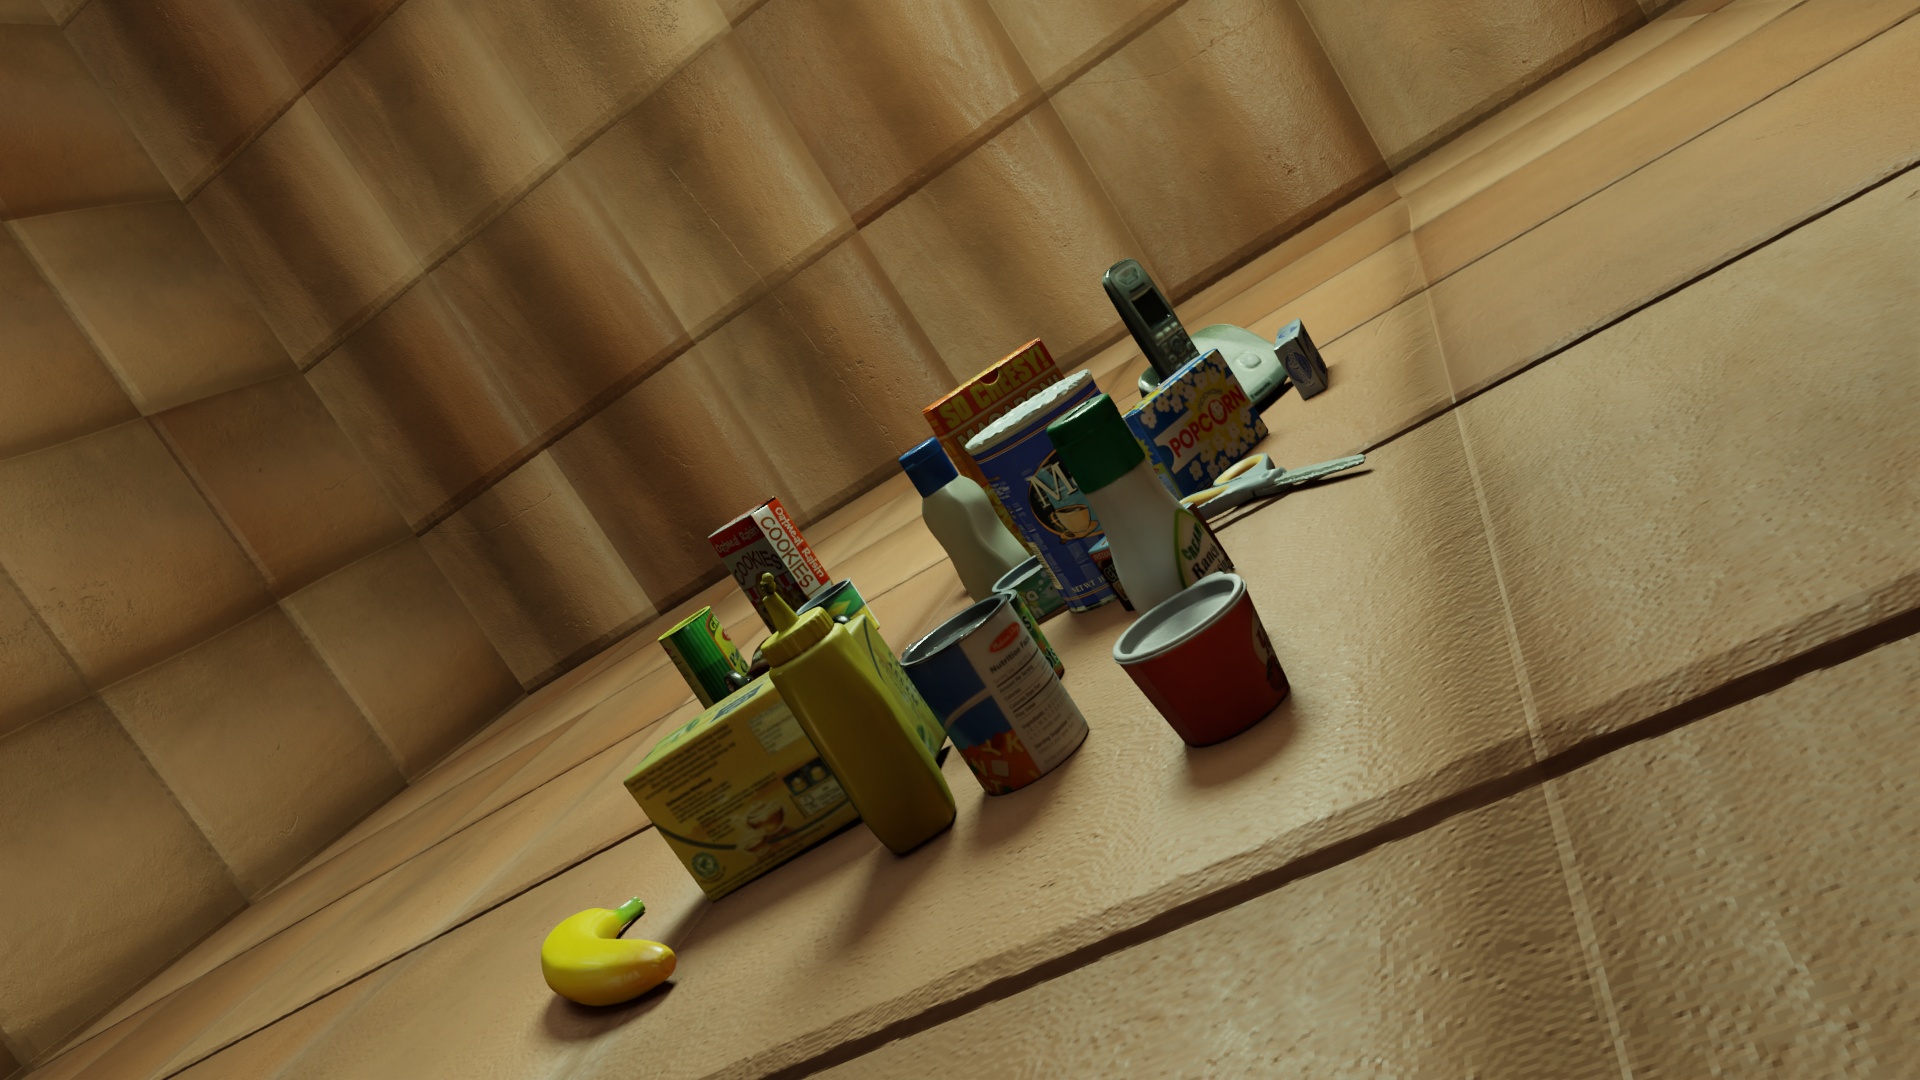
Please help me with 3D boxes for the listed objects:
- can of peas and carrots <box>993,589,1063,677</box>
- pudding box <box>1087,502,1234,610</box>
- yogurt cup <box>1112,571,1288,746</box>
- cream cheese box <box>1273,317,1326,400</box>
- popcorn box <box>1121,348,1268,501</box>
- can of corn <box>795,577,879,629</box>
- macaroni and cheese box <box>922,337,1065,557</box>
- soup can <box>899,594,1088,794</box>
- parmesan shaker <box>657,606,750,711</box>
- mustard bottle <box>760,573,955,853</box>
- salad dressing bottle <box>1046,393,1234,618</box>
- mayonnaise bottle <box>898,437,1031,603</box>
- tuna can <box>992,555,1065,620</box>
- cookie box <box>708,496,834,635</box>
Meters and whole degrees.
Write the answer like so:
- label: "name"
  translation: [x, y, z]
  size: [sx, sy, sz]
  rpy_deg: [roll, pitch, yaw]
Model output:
- label: "can of peas and carrots"
  translation: [0.023, 0.072, 0.858]
  size: [0.071, 0.058, 0.071]
  rpy_deg: [-32, 7, 5]
- label: "pudding box"
  translation: [0.124, 0.011, 0.869]
  size: [0.030, 0.049, 0.083]
  rpy_deg: [-37, 9, -33]
- label: "yogurt cup"
  translation: [0.110, 0.055, 0.624]
  size: [0.072, 0.054, 0.072]
  rpy_deg: [-32, 7, 5]
- label: "cream cheese box"
  translation: [0.302, -0.162, 1.229]
  size: [0.024, 0.053, 0.104]
  rpy_deg: [-30, 8, 22]
- label: "popcorn box"
  translation: [0.186, -0.090, 1.127]
  size: [0.127, 0.085, 0.038]
  rpy_deg: [-38, 9, -36]
- label: "can of corn"
  translation: [-0.126, 0.081, 1.406]
  size: [0.071, 0.058, 0.071]
  rpy_deg: [-32, 7, 5]
- label: "macaroni and cheese box"
  translation: [0.062, -0.080, 1.257]
  size: [0.124, 0.166, 0.040]
  rpy_deg: [-34, 7, -12]
- label: "soup can"
  translation: [0.016, 0.081, 0.729]
  size: [0.071, 0.083, 0.071]
  rpy_deg: [-32, 7, 5]
- label: "parmesan shaker"
  translation: [-0.273, 0.132, 1.513]
  size: [0.071, 0.103, 0.071]
  rpy_deg: [-32, 7, 5]
- label: "mustard bottle"
  translation: [-0.062, 0.086, 0.727]
  size: [0.049, 0.160, 0.065]
  rpy_deg: [-33, 7, -3]
- label: "salad dressing bottle"
  translation: [0.096, -0.002, 0.693]
  size: [0.044, 0.147, 0.064]
  rpy_deg: [-27, 9, 38]
- label: "mayonnaise bottle"
  translation: [0.004, -0.014, 1.144]
  size: [0.064, 0.148, 0.041]
  rpy_deg: [-26, 10, 45]
- label: "tuna can"
  translation: [0.059, 0.034, 1.049]
  size: [0.071, 0.033, 0.071]
  rpy_deg: [-32, 7, 5]
- label: "cookie box"
  translation: [-0.192, 0.043, 1.504]
  size: [0.040, 0.167, 0.122]
  rpy_deg: [-37, 9, -33]
